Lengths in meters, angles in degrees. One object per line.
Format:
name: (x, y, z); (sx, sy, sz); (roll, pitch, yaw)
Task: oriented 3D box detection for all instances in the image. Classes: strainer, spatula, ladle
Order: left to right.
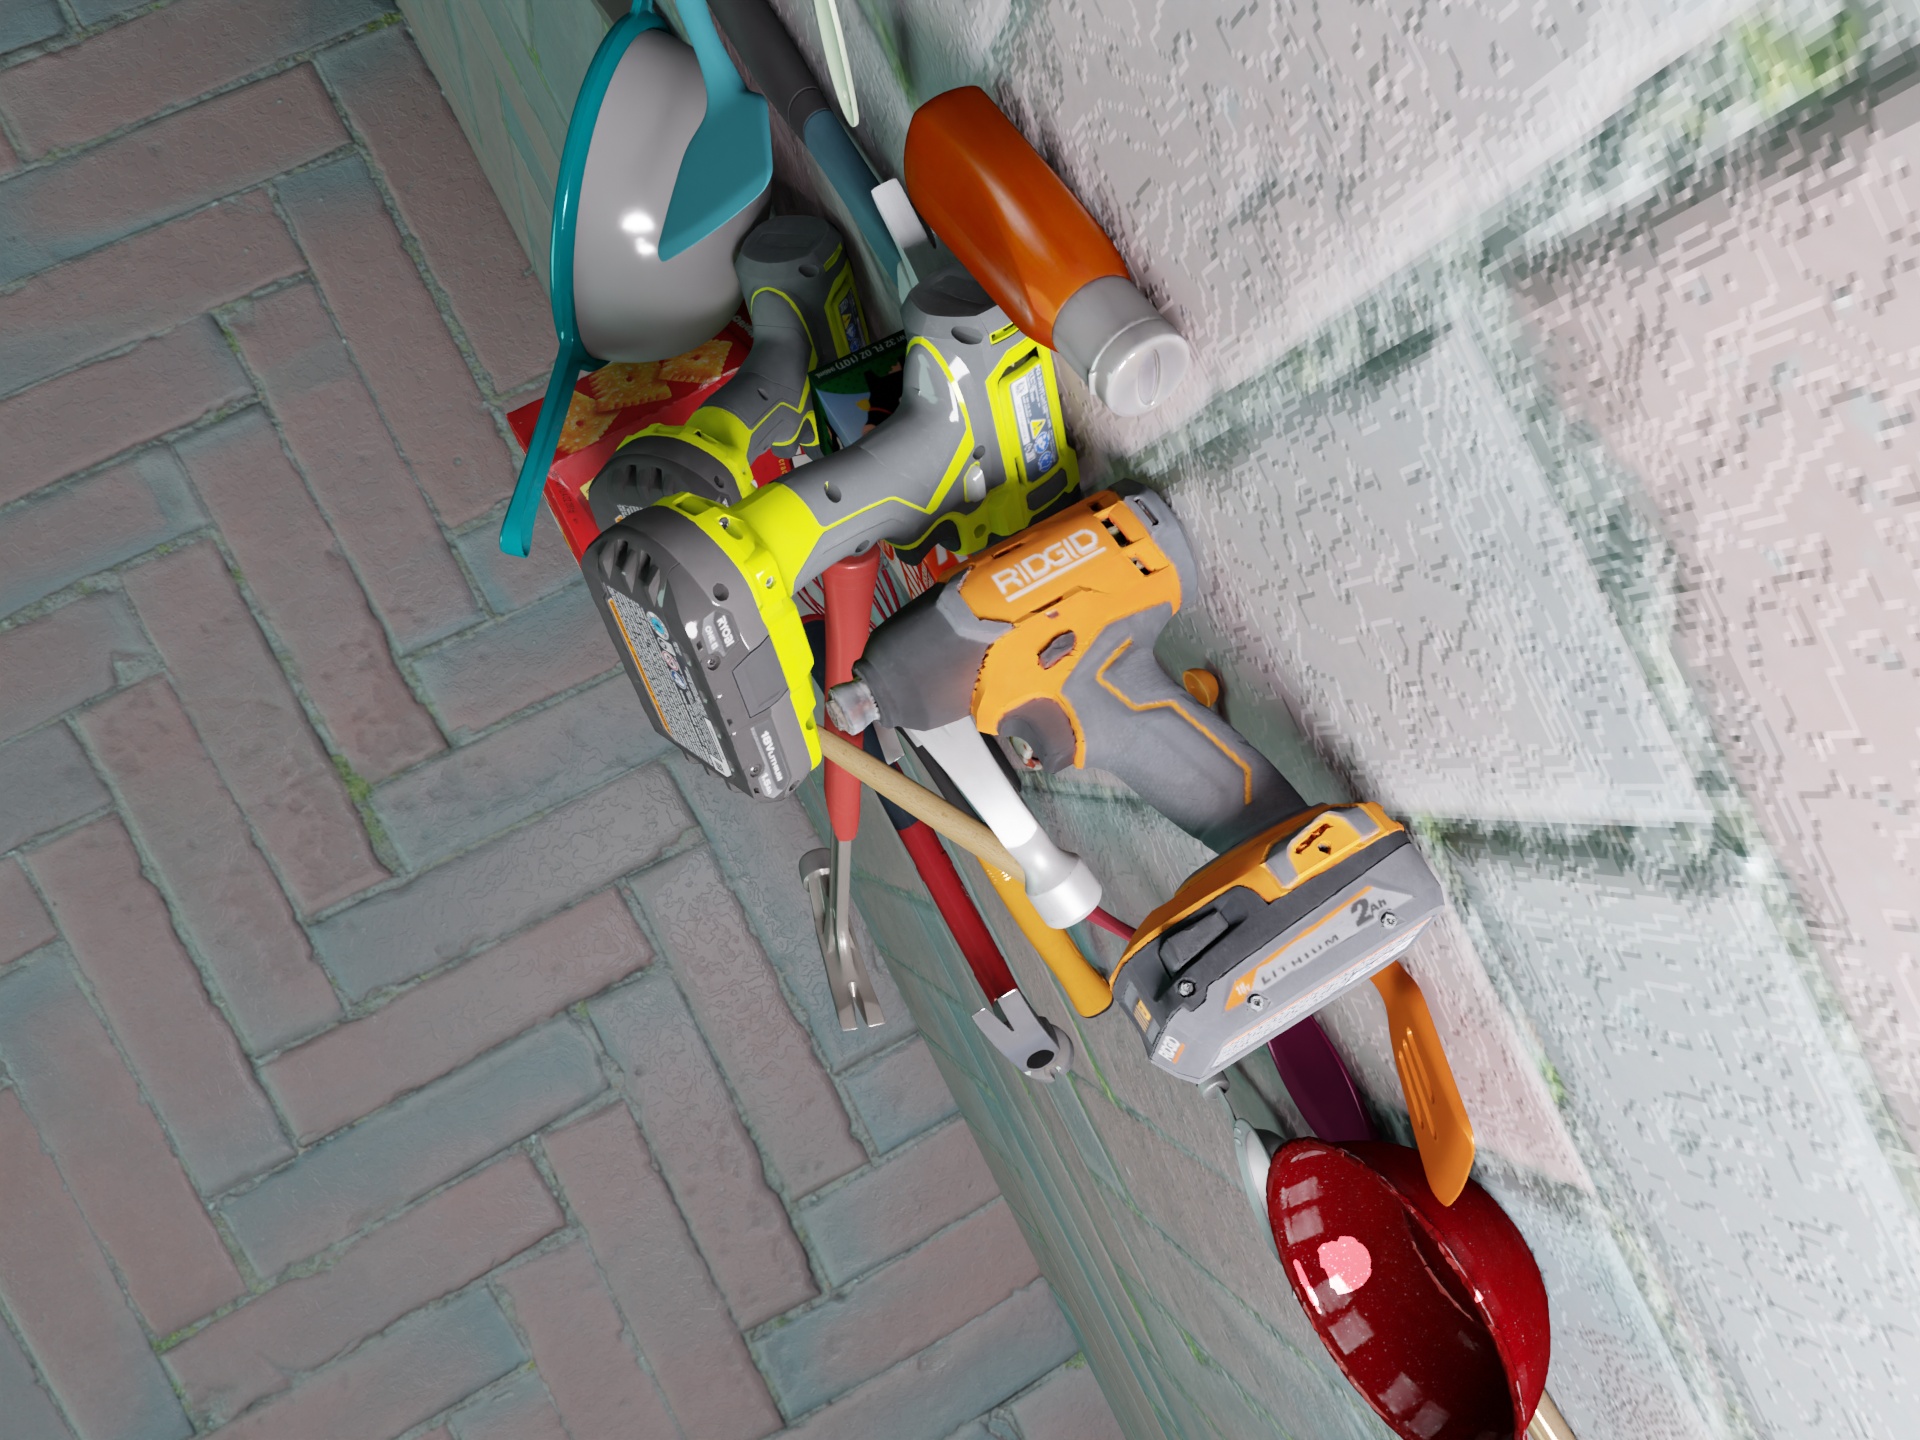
strainer: (-0.180, -0.245, 0.936); (0.211, 0.095, 0.340); (102, -179, -74)
spatula: (-0.149, -0.387, 0.793); (0.082, 0.044, 0.317); (-20, 83, 38)
ladle: (0.036, 0.085, 0.911); (0.315, 0.031, 0.069); (32, -177, 13)
strainer: (0.159, 0.226, 0.964); (0.086, 0.050, 0.259); (83, 163, -45)
spatula: (0.126, 0.063, 0.705); (0.323, 0.041, 0.081); (52, 165, 30)

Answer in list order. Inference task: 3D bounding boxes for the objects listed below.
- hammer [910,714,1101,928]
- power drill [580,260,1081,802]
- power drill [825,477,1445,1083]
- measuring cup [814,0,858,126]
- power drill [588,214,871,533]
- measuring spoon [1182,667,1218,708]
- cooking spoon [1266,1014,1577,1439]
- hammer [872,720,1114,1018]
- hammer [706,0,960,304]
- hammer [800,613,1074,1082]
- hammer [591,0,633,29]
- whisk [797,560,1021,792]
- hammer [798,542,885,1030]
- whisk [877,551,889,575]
hammer: (-0.002, -0.003, 0.958); (0.144, 0.035, 0.406); (54, -178, -14)
power drill: (-0.038, -0.073, 0.693); (0.080, 0.223, 0.171); (30, 148, 38)
power drill: (0.060, 0.023, 0.628); (0.227, 0.164, 0.084); (56, 165, 22)
measuring cup: (-0.042, -0.312, 0.640); (0.083, 0.038, 0.167); (57, 169, 26)
power drill: (-0.111, -0.153, 0.926); (0.080, 0.229, 0.190); (9, 141, 21)
measuring spoon: (0.121, 0.017, 0.738); (0.021, 0.011, 0.116); (46, 164, 44)
cooking spoon: (0.234, 0.264, 0.767); (0.319, 0.017, 0.068); (59, 158, 20)
hammer: (0.026, 0.099, 1.110); (0.336, 0.034, 0.127); (56, -178, -31)
hammer: (-0.078, -0.309, 0.811); (0.331, 0.033, 0.128); (59, 169, 19)
hammer: (-0.038, 0.065, 1.091); (0.387, 0.038, 0.143); (59, -178, 31)
hammer: (-0.204, -0.368, 1.234); (0.146, 0.038, 0.410); (59, 168, 26)
whisk: (-0.046, -0.052, 1.209); (0.296, 0.073, 0.073); (52, 165, 21)
hammer: (-0.073, 0.038, 1.013); (0.358, 0.036, 0.149); (96, 160, -44)
whisk: (-0.052, -0.131, 1.085); (0.055, 0.055, 0.239); (64, 164, -5)
